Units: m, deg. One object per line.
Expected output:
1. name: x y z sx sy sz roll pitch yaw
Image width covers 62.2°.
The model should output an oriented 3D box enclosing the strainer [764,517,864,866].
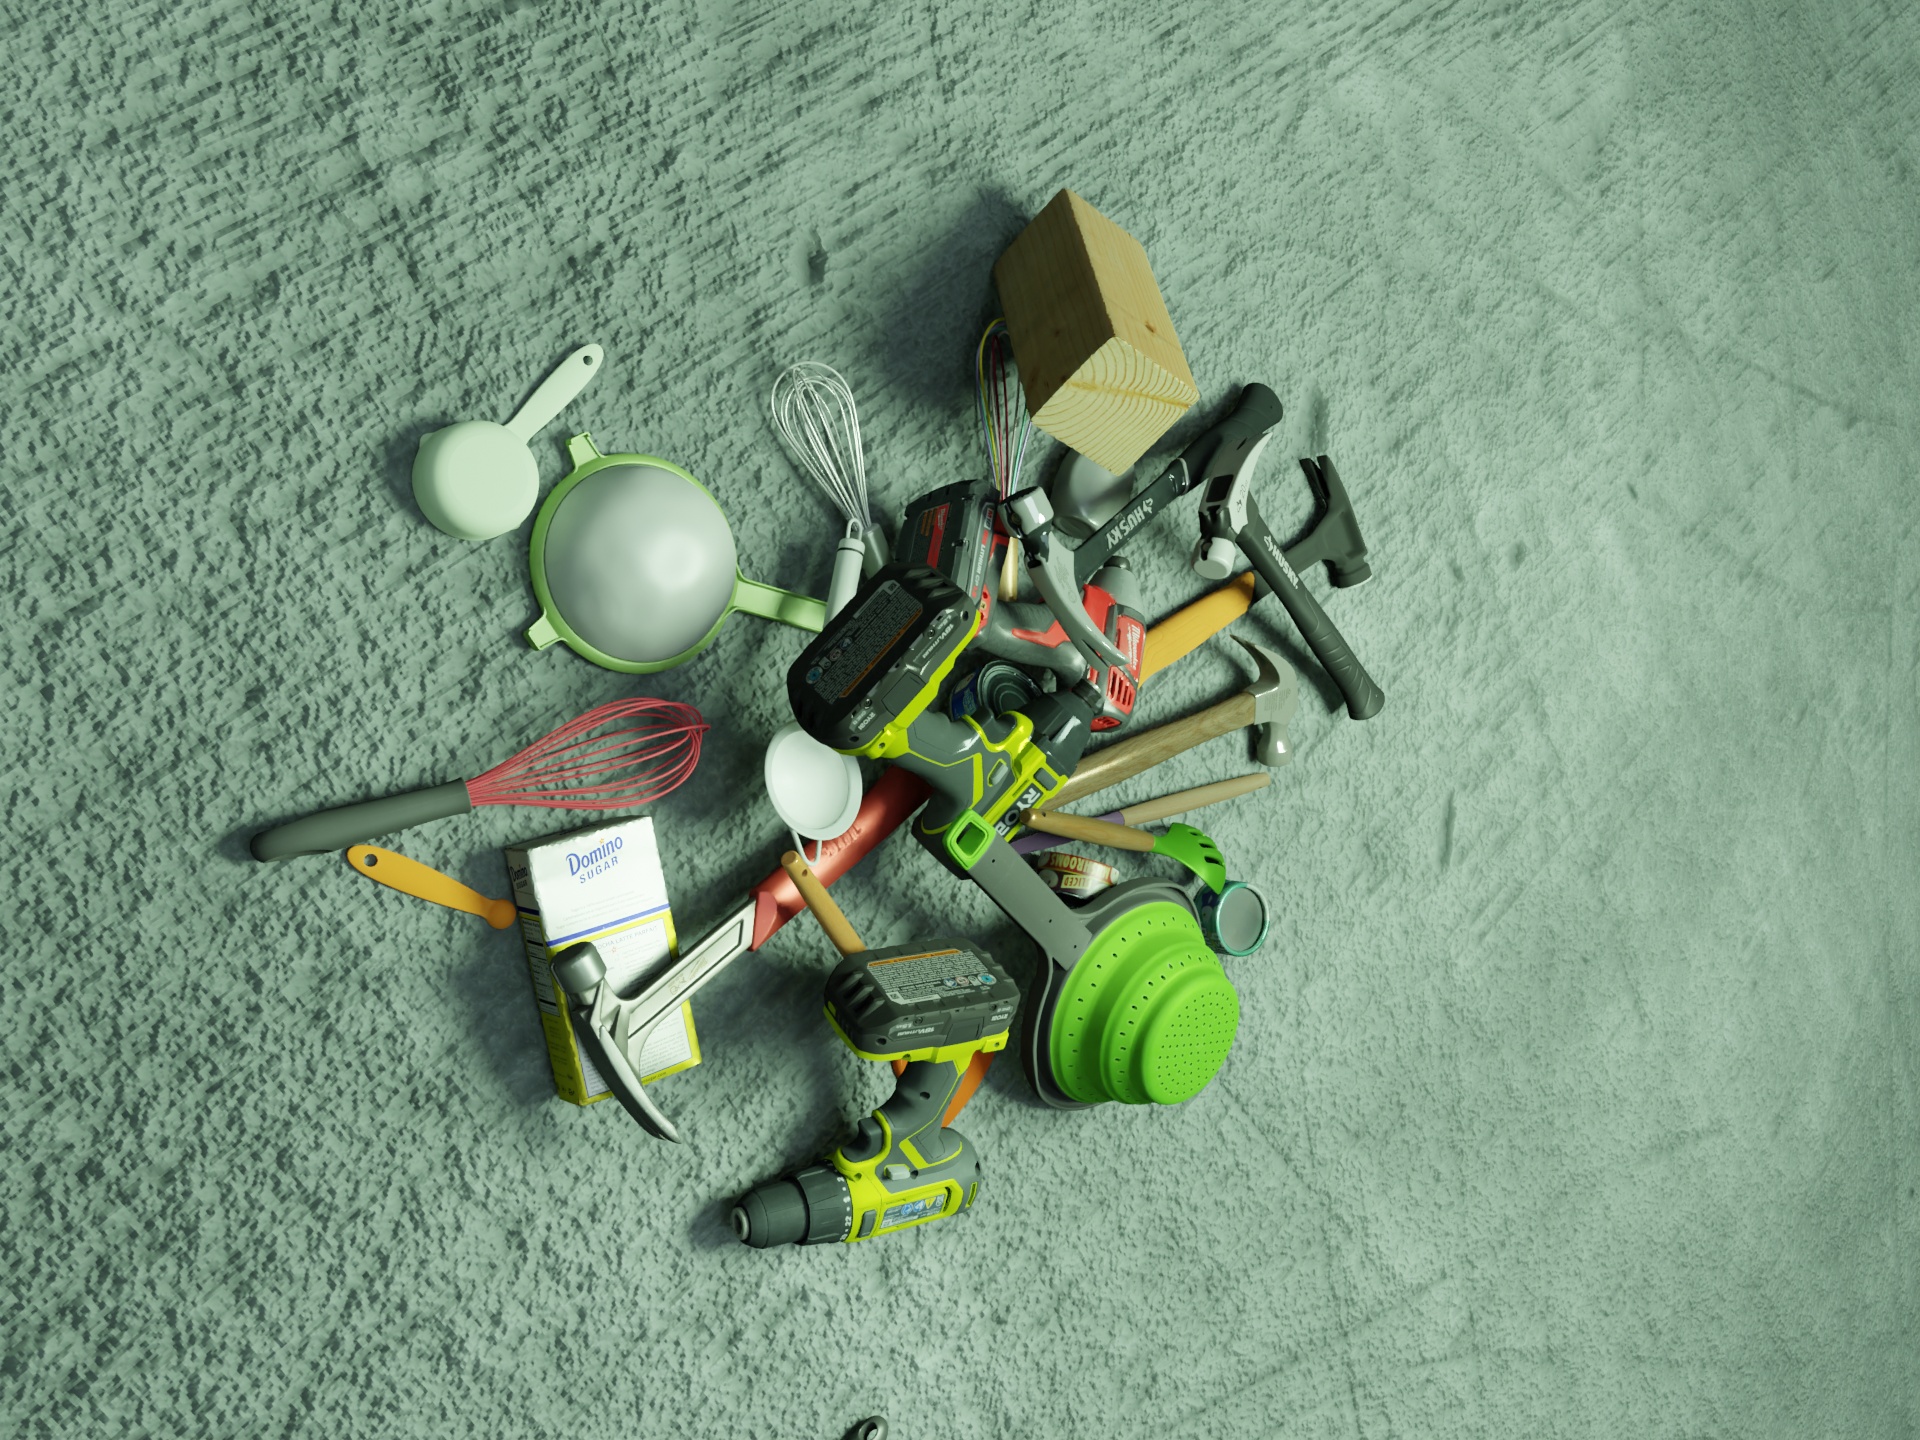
1. strainer: -0.096 -0.023 1.115 0.086 0.050 0.258 24 69 -40

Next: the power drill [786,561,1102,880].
1. power drill: -0.002 -0.004 1.101 0.171 0.080 0.223 -48 136 -2

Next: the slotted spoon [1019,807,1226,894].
1. slotted spoon: 0.135 0.095 1.250 0.313 0.031 0.070 17 39 -54

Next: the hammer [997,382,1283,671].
1. hammer: 0.169 -0.183 1.269 0.409 0.036 0.149 -42 111 -45

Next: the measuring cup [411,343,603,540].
1. measuring cup: -0.283 -0.189 1.033 0.083 0.038 0.168 46 69 -25

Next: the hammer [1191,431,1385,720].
1. hammer: 0.293 -0.103 1.363 0.334 0.035 0.146 44 53 -42

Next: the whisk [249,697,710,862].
1. whisk: -0.297 0.043 1.016 0.295 0.073 0.073 -16 99 -28

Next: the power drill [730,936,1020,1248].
1. power drill: -0.058 0.275 1.126 0.190 0.080 0.228 -3 120 -34

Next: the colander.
1. colander: 0.112 0.189 1.195 0.204 0.095 0.396 -53 135 -12

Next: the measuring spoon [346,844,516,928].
1. measuring spoon: -0.336 0.106 1.016 0.116 0.011 0.021 30 74 -30

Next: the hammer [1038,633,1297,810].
1. hammer: 0.158 0.021 1.313 0.331 0.031 0.130 -20 120 -32

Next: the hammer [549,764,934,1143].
1. hammer: -0.116 0.126 1.117 0.359 0.037 0.149 -40 114 -36

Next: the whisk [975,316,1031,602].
1. whisk: 0.031 -0.191 1.244 0.047 0.051 0.245 -13 105 -68

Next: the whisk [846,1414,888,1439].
1. whisk: -0.124 0.609 1.143 0.055 0.055 0.239 51 61 -23

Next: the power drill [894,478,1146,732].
1. power drill: 0.056 -0.090 1.202 0.219 0.078 0.143 25 67 -37

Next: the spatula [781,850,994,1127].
1. spatula: -0.056 0.191 1.149 0.081 0.041 0.322 -52 142 -22

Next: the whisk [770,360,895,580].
1. whisk: -0.075 -0.147 1.175 0.059 0.058 0.246 -21 108 3

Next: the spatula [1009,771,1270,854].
1. spatula: 0.151 0.077 1.326 0.316 0.059 0.018 -11 72 -38

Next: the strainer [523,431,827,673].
1. strainer: -0.163 -0.096 1.096 0.256 0.069 0.151 15 82 -31

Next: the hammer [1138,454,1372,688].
1. hammer: 0.231 -0.109 1.382 0.337 0.034 0.127 -33 109 -29
